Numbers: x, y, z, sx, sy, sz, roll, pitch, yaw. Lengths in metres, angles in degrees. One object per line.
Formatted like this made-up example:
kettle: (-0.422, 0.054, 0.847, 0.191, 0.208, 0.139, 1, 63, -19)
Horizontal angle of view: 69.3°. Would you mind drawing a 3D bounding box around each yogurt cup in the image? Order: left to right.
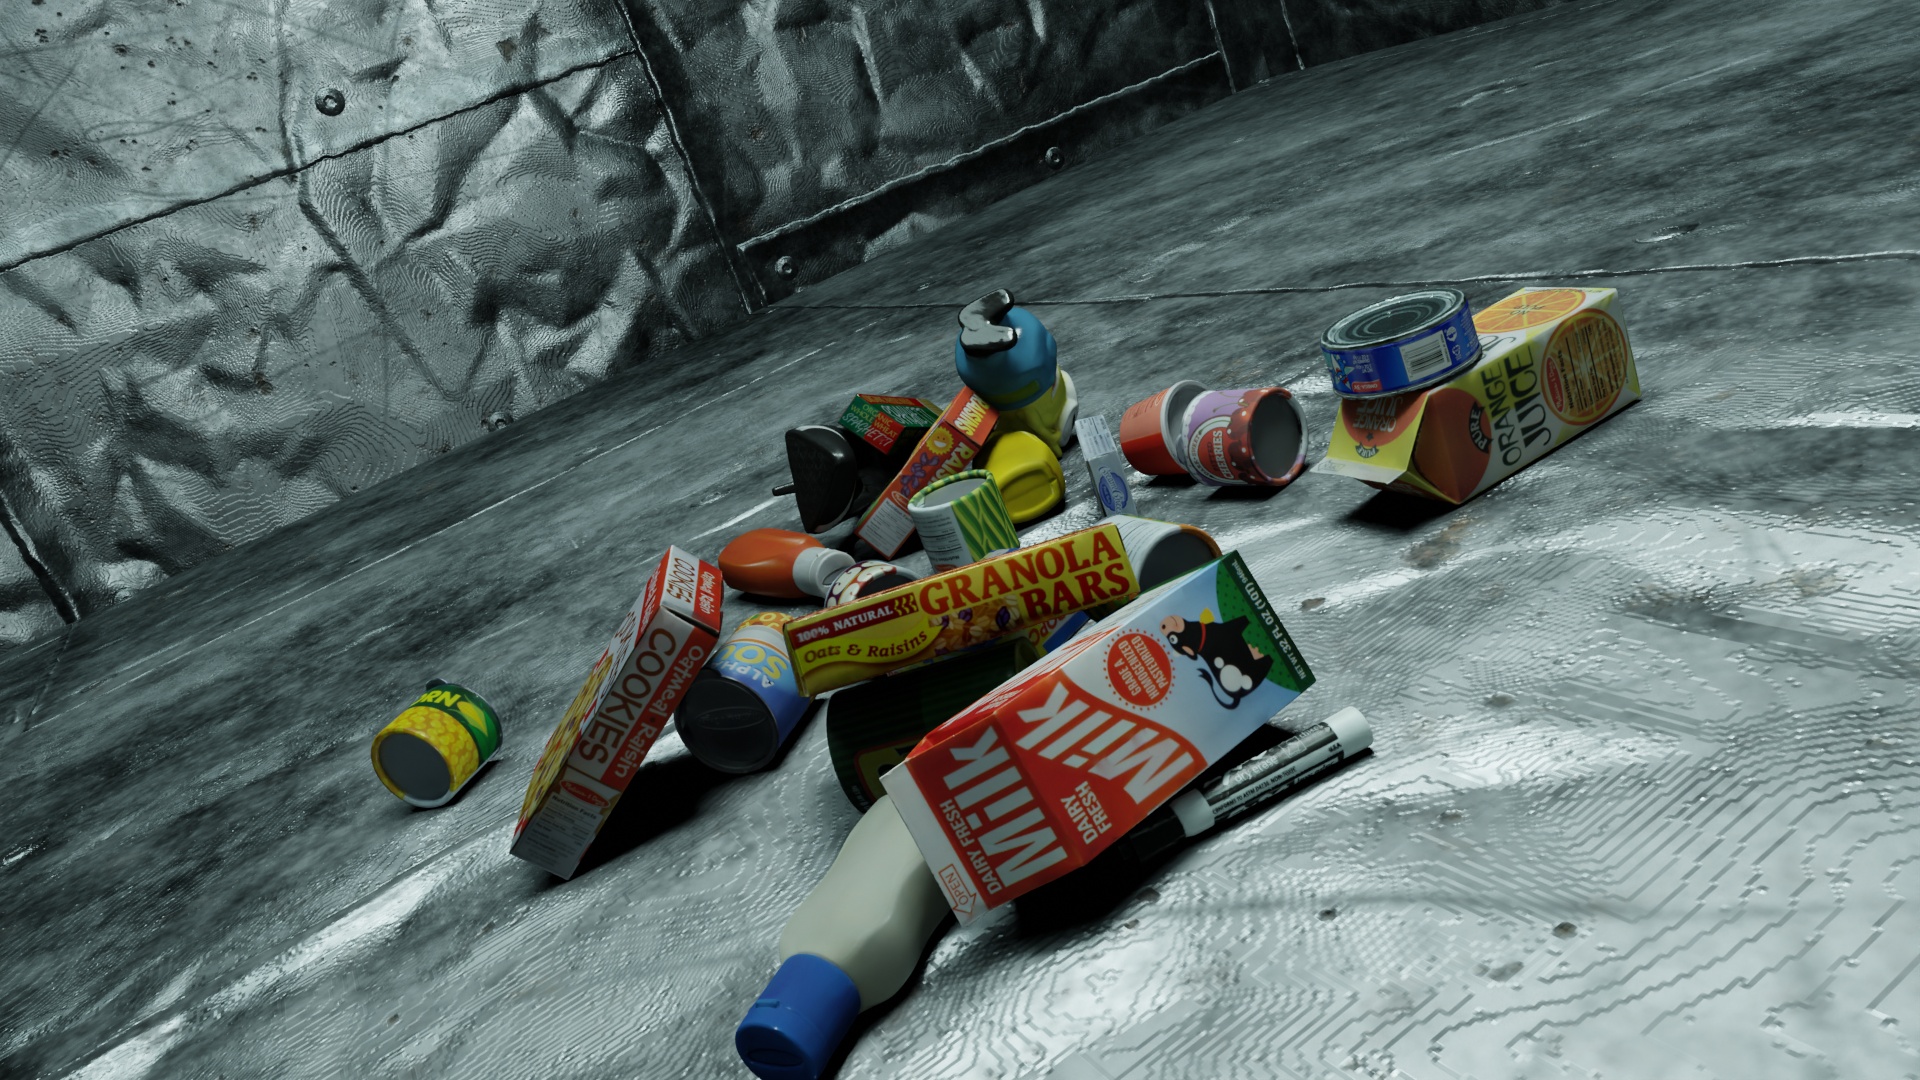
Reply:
yogurt cup: (0.152, -0.078, 1.004, 0.073, 0.072, 0.054, -35, 14, -36)

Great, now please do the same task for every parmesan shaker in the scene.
parmesan shaker: (-0.006, 0.095, 0.696, 0.103, 0.071, 0.071, -18, 18, 15)

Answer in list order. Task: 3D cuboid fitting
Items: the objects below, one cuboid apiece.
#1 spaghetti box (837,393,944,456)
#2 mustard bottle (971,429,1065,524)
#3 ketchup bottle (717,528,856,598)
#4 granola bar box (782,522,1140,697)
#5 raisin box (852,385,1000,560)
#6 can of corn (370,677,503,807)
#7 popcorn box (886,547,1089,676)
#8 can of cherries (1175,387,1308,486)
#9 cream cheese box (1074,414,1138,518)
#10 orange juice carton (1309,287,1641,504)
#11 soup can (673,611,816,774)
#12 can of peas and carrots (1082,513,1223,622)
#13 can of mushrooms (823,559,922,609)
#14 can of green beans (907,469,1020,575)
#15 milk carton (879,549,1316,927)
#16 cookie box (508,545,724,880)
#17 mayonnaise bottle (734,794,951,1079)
spaghetti box: (-0.044, -0.098, 1.184, 0.028, 0.050, 0.250, -57, -7, 10)
mustard bottle: (0.040, -0.057, 1.093, 0.065, 0.048, 0.161, -25, 17, 2)
ketchup bottle: (-0.131, 0.020, 1.078, 0.065, 0.043, 0.149, -29, 20, -28)
granola bar box: (-0.006, 0.036, 0.703, 0.166, 0.039, 0.124, -17, -3, -10)
raisin box: (-0.025, -0.053, 1.081, 0.123, 0.040, 0.086, -50, 5, 25)
can of corn: (-0.362, 0.139, 0.958, 0.071, 0.071, 0.058, -14, 20, 22)
popcorn box: (0.022, 0.048, 0.835, 0.085, 0.038, 0.127, -3, 25, 41)
can of cherries: (0.188, -0.067, 0.928, 0.072, 0.071, 0.058, -34, 23, -34)
cream cheese box: (0.104, -0.052, 0.999, 0.024, 0.053, 0.104, -18, 19, 6)
orange juice carton: (0.302, -0.080, 0.824, 0.193, 0.072, 0.072, -28, 20, -17)
soup can: (-0.125, 0.087, 0.835, 0.071, 0.071, 0.084, -14, 20, 23)
can of peas and carrots: (0.107, 0.022, 0.774, 0.071, 0.070, 0.059, -30, 20, -23)
can of mushrooms: (-0.051, 0.049, 0.873, 0.071, 0.071, 0.033, -31, 21, -25)
can of green beans: (0.002, -0.011, 0.992, 0.071, 0.057, 0.071, -20, 18, 7)
milk carton: (0.056, 0.084, 0.601, 0.191, 0.072, 0.073, -29, -2, -30)
cookie box: (-0.196, 0.095, 0.810, 0.167, 0.040, 0.123, -57, 16, 8)
mayonnaise bottle: (-0.040, 0.162, 0.582, 0.064, 0.041, 0.149, -10, 23, 32)
